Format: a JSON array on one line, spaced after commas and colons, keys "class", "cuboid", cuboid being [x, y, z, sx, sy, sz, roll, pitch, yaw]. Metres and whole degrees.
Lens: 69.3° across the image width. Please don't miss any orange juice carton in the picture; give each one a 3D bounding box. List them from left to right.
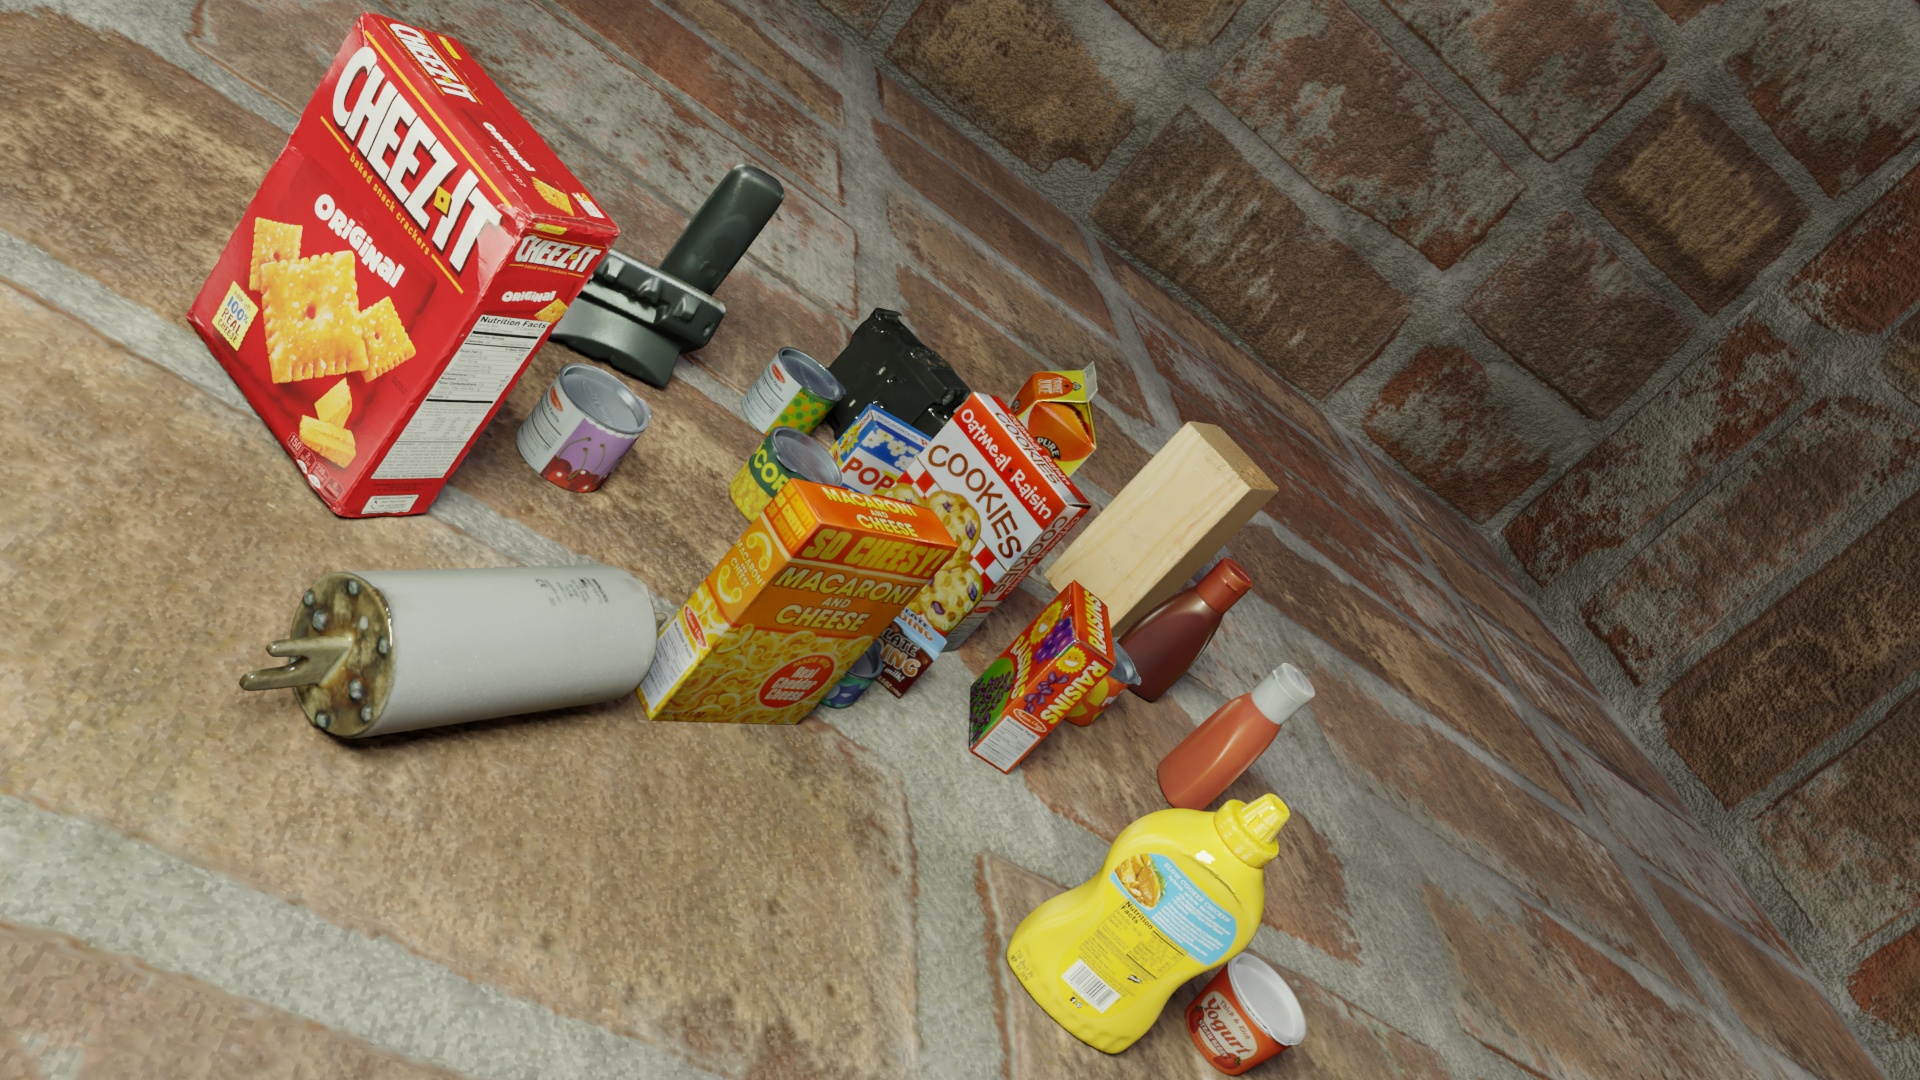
[{"class": "orange juice carton", "cuboid": [0.060, -0.080, 1.260, 0.073, 0.192, 0.072, 36, 23, -15]}]

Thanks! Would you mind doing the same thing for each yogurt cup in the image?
[{"class": "yogurt cup", "cuboid": [0.188, 0.319, 0.927, 0.072, 0.053, 0.073, 35, 23, -17]}]

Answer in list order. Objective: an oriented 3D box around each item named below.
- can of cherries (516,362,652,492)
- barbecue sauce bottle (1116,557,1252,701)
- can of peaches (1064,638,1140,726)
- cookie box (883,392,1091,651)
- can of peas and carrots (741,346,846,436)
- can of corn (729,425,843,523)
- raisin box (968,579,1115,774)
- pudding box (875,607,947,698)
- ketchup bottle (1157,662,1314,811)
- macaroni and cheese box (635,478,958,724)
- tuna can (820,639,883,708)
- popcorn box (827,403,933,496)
[{"class": "can of cherries", "cuboid": [-0.248, -0.073, 0.919, 0.071, 0.058, 0.072, 35, 23, -17]}, {"class": "barbecue sauce bottle", "cuboid": [0.202, 0.078, 1.262, 0.065, 0.148, 0.044, 39, 22, -7]}, {"class": "can of peaches", "cuboid": [0.105, 0.114, 1.159, 0.071, 0.058, 0.071, 35, 23, -17]}, {"class": "cookie box", "cuboid": [0.004, -0.014, 1.080, 0.123, 0.167, 0.040, 52, 24, 23]}, {"class": "can of peas and carrots", "cuboid": [-0.142, -0.121, 1.180, 0.071, 0.058, 0.071, 35, 23, -17]}, {"class": "can of corn", "cuboid": [-0.134, -0.043, 1.052, 0.071, 0.058, 0.071, 35, 23, -17]}, {"class": "raisin box", "cuboid": [0.058, 0.099, 1.021, 0.040, 0.123, 0.086, 36, 23, -15]}, {"class": "pudding box", "cuboid": [-0.057, 0.066, 0.991, 0.083, 0.049, 0.030, 41, 22, -4]}, {"class": "ketchup bottle", "cuboid": [0.228, 0.162, 1.152, 0.043, 0.148, 0.065, 35, 23, -17]}, {"class": "macaroni and cheese box", "cuboid": [-0.098, 0.040, 0.817, 0.124, 0.166, 0.040, 11, 37, -52]}, {"class": "tuna can", "cuboid": [-0.087, 0.079, 0.942, 0.071, 0.032, 0.071, 35, 23, -17]}, {"class": "popcorn box", "cuboid": [-0.050, -0.049, 1.165, 0.126, 0.085, 0.038, 28, 26, -31]}]
